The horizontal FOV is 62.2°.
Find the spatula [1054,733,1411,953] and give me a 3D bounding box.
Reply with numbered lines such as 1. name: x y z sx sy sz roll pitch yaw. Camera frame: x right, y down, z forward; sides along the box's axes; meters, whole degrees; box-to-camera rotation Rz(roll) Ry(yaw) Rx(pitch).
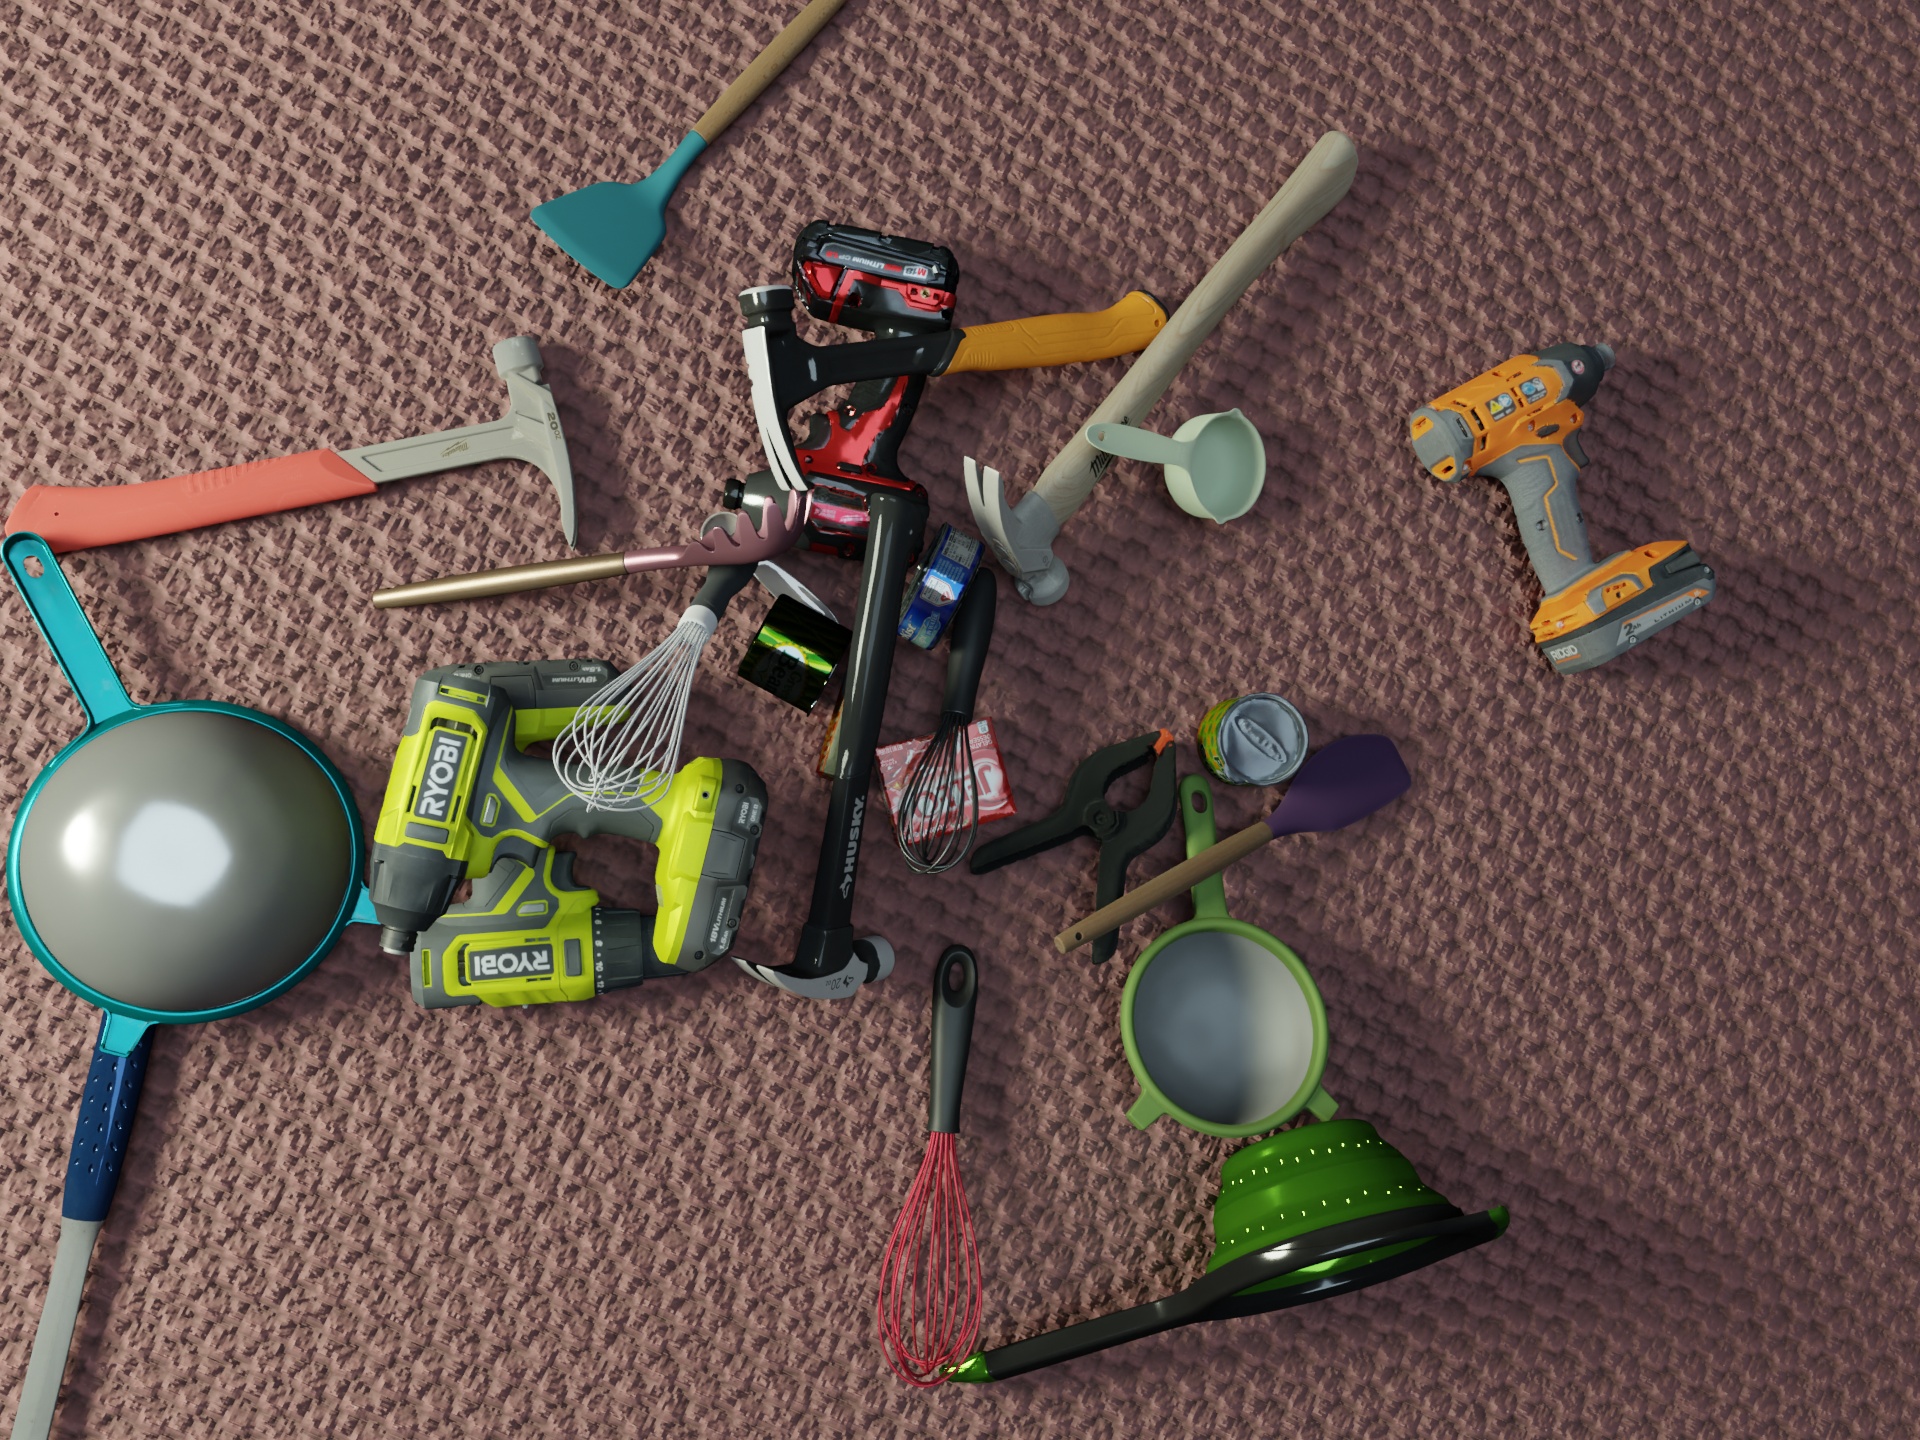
1. spatula: 0.195 0.087 1.123 0.316 0.018 0.060 -26 86 -23

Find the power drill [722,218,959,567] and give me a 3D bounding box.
1. power drill: -0.081 -0.224 1.109 0.143 0.078 0.220 10 89 -8

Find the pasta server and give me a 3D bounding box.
1. pasta server: -0.246 -0.108 1.050 0.316 0.060 0.040 -7 107 12

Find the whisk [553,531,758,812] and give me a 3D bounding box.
1. whisk: -0.176 -0.041 1.001 0.070 0.070 0.285 27 40 -6

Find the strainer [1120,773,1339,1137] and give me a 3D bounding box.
1. strainer: 0.172 0.169 1.133 0.151 0.069 0.257 1 69 -13

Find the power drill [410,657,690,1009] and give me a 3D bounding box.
1. power drill: -0.269 0.076 1.063 0.190 0.080 0.228 -3 89 -13

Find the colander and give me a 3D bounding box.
1. colander: 0.165 0.358 1.089 0.397 0.204 0.095 -20 61 8

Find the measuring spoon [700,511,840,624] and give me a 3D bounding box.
1. measuring spoon: -0.133 -0.099 1.125 0.124 0.018 0.034 41 75 -10

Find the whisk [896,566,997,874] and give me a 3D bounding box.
1. whisk: -0.002 -0.004 1.090 0.055 0.055 0.239 14 64 -7

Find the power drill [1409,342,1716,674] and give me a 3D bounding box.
1. power drill: 0.456 -0.167 1.177 0.164 0.084 0.226 -29 87 -9

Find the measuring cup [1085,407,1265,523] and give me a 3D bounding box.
1. measuring cup: 0.144 -0.187 1.123 0.167 0.038 0.083 6 93 -35

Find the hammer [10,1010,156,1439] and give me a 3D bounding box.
1. hammer: -0.574 0.330 1.025 0.144 0.035 0.405 12 85 -7

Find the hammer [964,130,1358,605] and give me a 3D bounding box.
1. hammer: 0.152 -0.274 1.126 0.038 0.146 0.411 31 76 33

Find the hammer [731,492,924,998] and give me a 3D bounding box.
1. hammer: -0.071 0.020 1.037 0.035 0.146 0.335 13 97 30

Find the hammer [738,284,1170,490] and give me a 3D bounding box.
1. hammer: 0.011 -0.244 1.079 0.337 0.034 0.127 -16 104 -32

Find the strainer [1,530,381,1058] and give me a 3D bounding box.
1. strainer: -0.514 0.028 0.996 0.211 0.095 0.340 -28 93 -23

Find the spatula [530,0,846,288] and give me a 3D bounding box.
1. spatula: -0.166 -0.433 1.123 0.082 0.044 0.317 40 81 0

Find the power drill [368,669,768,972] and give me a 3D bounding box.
1. power drill: -0.246 0.078 0.994 0.223 0.080 0.171 15 85 -16

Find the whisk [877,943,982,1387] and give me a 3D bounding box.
1. whisk: -0.013 0.303 1.097 0.073 0.073 0.296 6 79 -8

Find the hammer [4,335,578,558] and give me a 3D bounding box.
1. hammer: -0.445 -0.152 1.072 0.359 0.037 0.149 -13 89 -9
